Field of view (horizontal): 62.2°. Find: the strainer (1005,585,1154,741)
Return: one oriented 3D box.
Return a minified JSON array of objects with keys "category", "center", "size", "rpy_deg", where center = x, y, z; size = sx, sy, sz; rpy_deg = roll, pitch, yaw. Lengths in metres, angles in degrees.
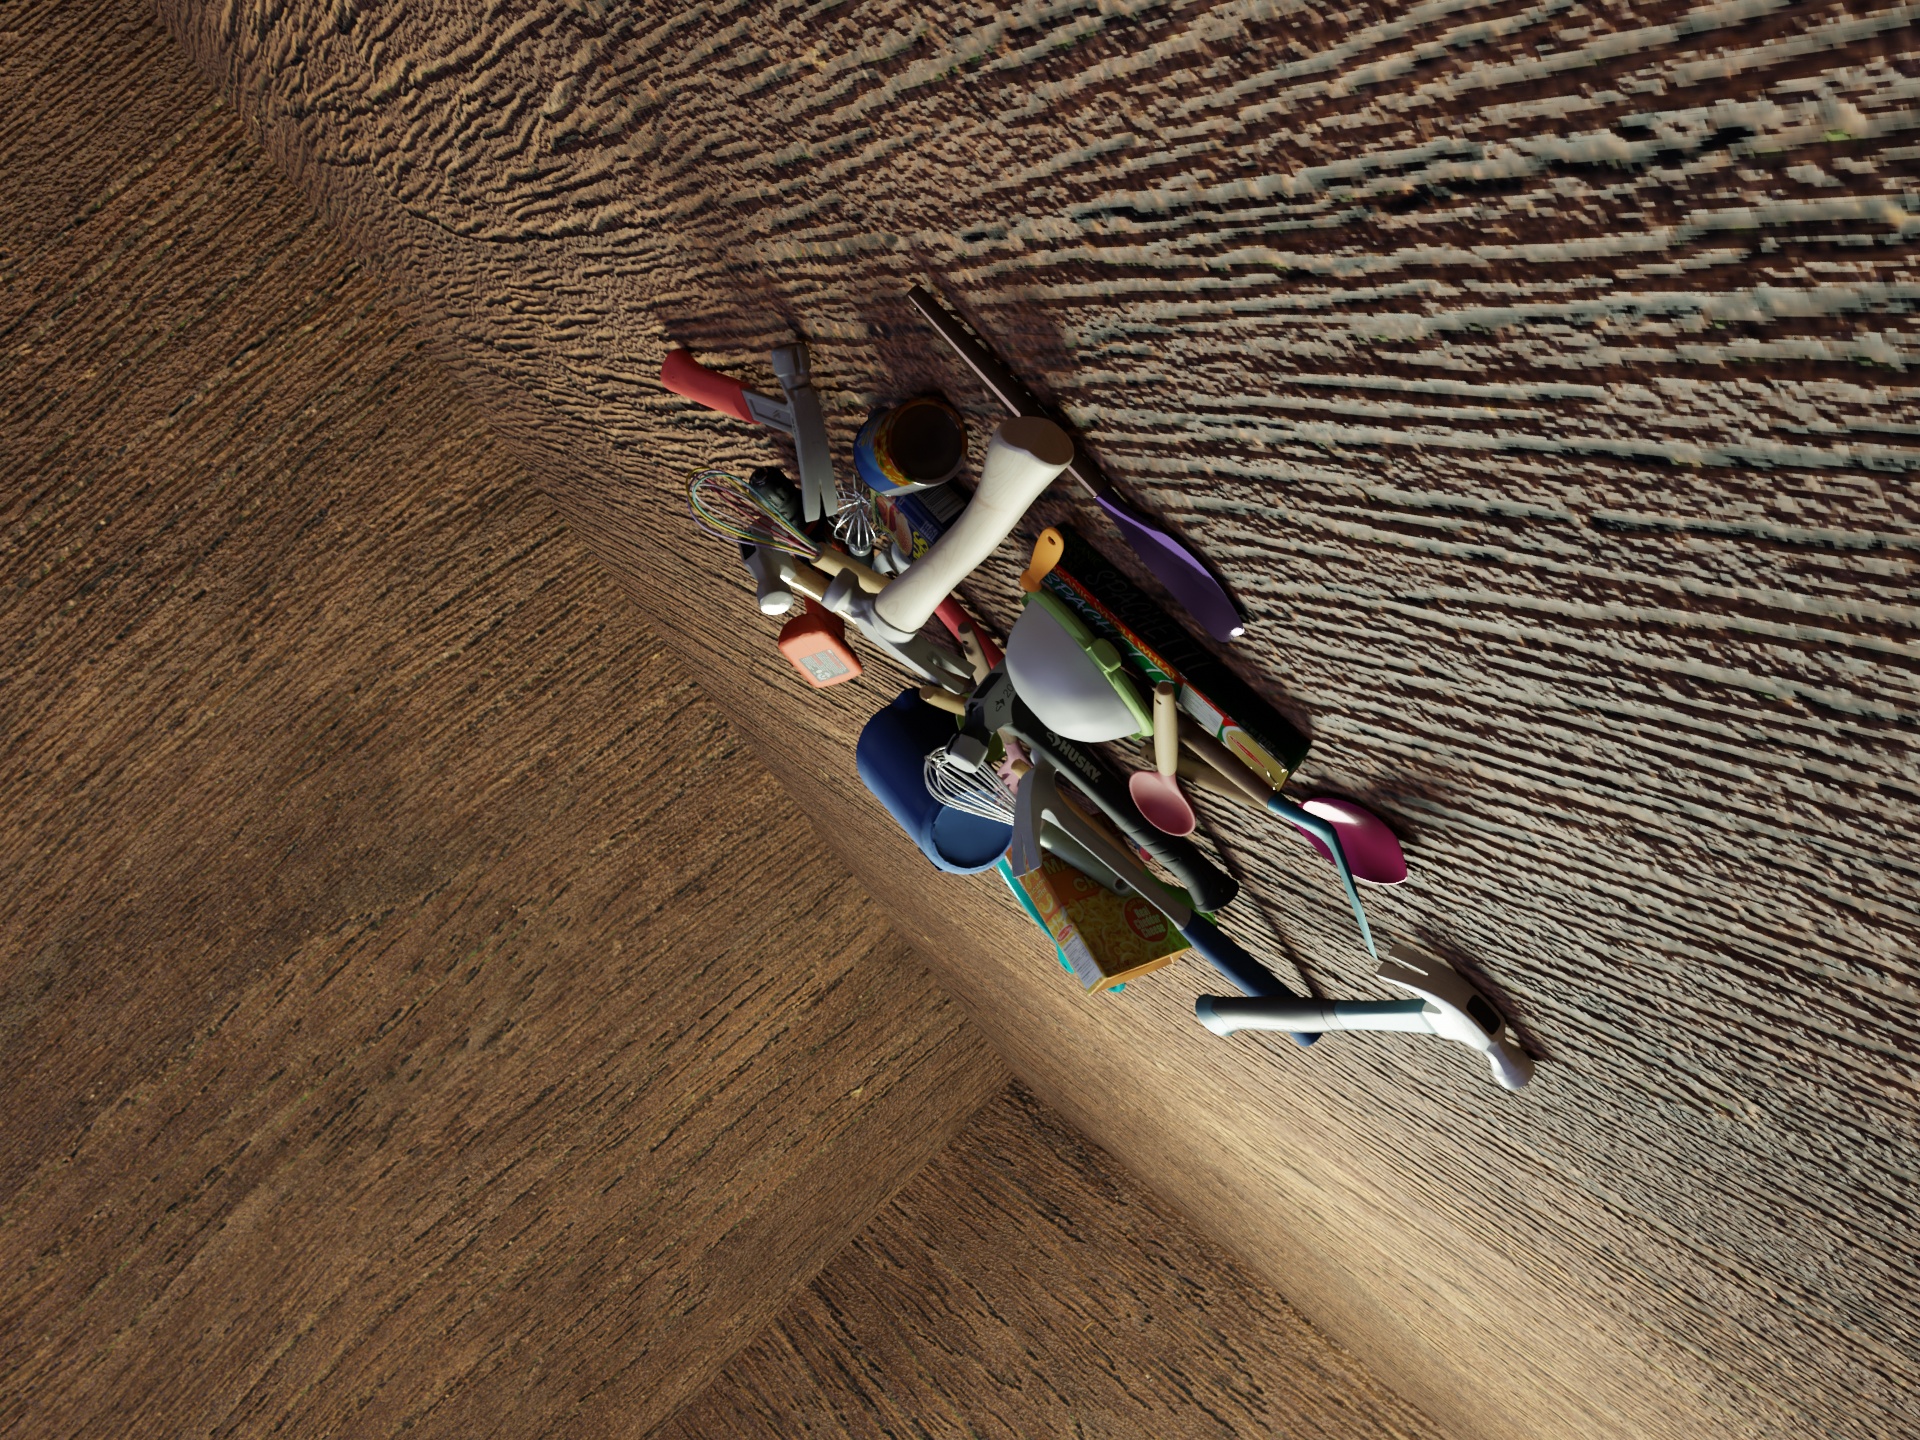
[{"category":"strainer","center":[0.082,-0.030,1.195],"size":[0.151,0.069,0.256],"rpy_deg":[51,-179,0]}]

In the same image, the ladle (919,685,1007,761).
[{"category":"ladle","center":[-0.002,-0.005,1.510],"size":[0.078,0.062,0.320],"rpy_deg":[56,-172,11]}]

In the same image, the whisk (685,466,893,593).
[{"category":"whisk","center":[-0.142,-0.160,1.401],"size":[0.244,0.051,0.047],"rpy_deg":[26,-155,-39]}]

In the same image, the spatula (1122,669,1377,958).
[{"category":"spatula","center":[0.208,0.052,1.188],"size":[0.318,0.044,0.082],"rpy_deg":[43,169,41]}]

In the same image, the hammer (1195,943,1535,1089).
[{"category":"hammer","center":[0.312,0.247,1.327],"size":[0.128,0.033,0.331],"rpy_deg":[51,151,-13]}]

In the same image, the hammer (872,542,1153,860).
[{"category":"hammer","center":[0.059,-0.020,1.509],"size":[0.386,0.038,0.143],"rpy_deg":[49,168,-5]}]

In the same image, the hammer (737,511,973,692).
[{"category":"hammer","center":[-0.093,-0.101,1.523],"size":[0.331,0.031,0.130],"rpy_deg":[30,-150,-49]}]

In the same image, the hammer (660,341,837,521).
[{"category":"hammer","center":[-0.206,-0.291,1.483],"size":[0.359,0.036,0.149],"rpy_deg":[32,136,57]}]

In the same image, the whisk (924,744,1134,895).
[{"category":"whisk","center":[0.068,0.100,1.540],"size":[0.246,0.058,0.059],"rpy_deg":[33,-173,-10]}]

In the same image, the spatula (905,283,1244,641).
[{"category":"spatula","center":[0.076,-0.171,1.056],"size":[0.316,0.018,0.060],"rpy_deg":[46,162,-1]}]

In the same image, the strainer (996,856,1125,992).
[{"category":"strainer","center":[0.143,0.216,1.815],"size":[0.211,0.095,0.340],"rpy_deg":[45,169,20]}]

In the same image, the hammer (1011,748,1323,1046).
[{"category":"hammer","center":[0.196,0.181,1.458],"size":[0.405,0.144,0.035],"rpy_deg":[41,136,-22]}]

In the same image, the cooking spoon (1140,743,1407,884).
[{"category":"cooking spoon","center":[0.233,0.060,1.233],"size":[0.319,0.017,0.068],"rpy_deg":[24,140,59]}]

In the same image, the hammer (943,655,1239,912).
[{"category":"hammer","center":[0.135,0.062,1.383],"size":[0.334,0.146,0.035],"rpy_deg":[41,160,-28]}]

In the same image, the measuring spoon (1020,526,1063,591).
[{"category":"measuring spoon","center":[0.058,-0.116,1.158],"size":[0.021,0.011,0.117],"rpy_deg":[47,166,5]}]

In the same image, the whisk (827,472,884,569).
[{"category":"whisk","center":[-0.094,-0.177,1.509],"size":[0.070,0.070,0.284],"rpy_deg":[47,172,3]}]

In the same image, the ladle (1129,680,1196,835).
[{"category":"ladle","center":[0.158,0.028,1.229],"size":[0.069,0.031,0.315],"rpy_deg":[37,169,17]}]

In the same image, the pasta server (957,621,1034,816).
[{"category":"pasta server","center":[0.039,0.009,1.490],"size":[0.060,0.040,0.315],"rpy_deg":[7,150,20]}]

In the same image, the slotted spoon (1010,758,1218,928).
[{"category":"slotted spoon","center":[0.155,0.130,1.524],"size":[0.313,0.031,0.070],"rpy_deg":[41,-155,-27]}]

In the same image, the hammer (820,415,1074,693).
[{"category":"hammer","center":[0.004,-0.120,1.201],"size":[0.146,0.038,0.410],"rpy_deg":[35,158,-7]}]
